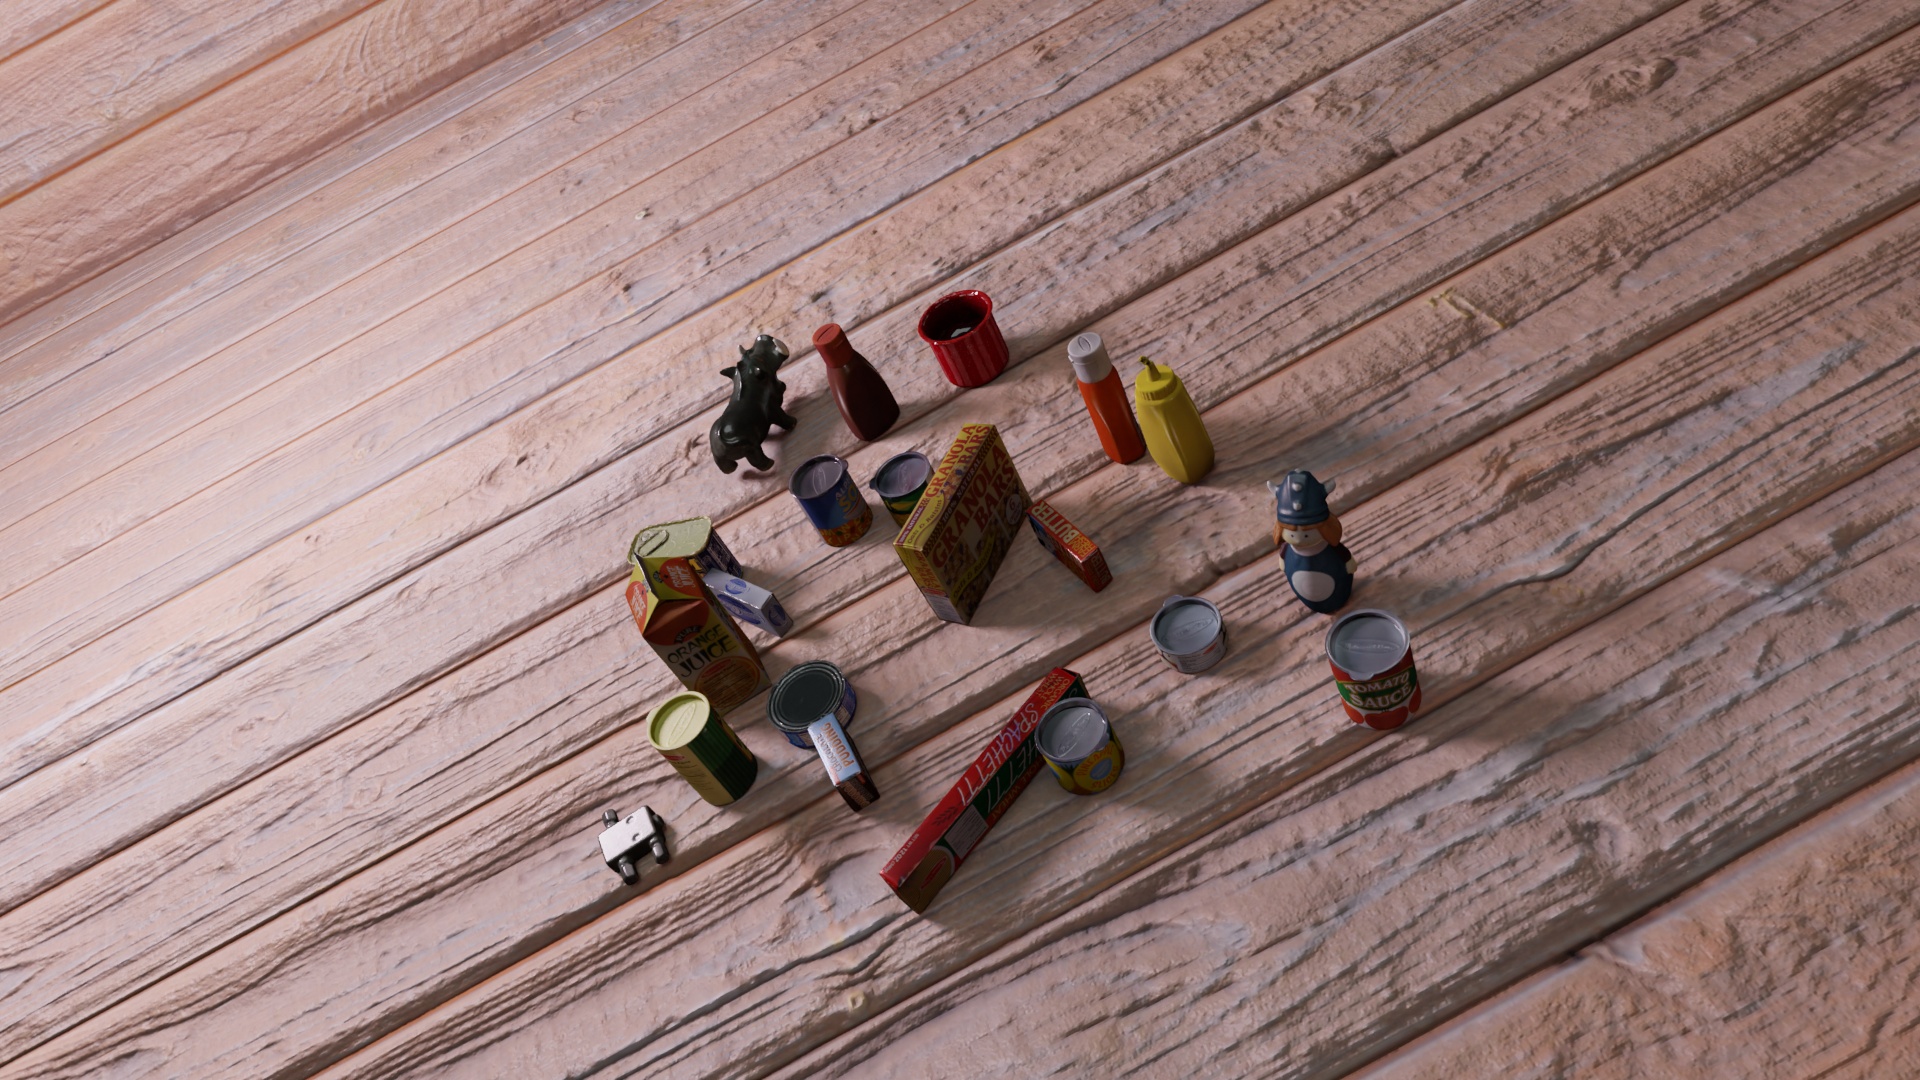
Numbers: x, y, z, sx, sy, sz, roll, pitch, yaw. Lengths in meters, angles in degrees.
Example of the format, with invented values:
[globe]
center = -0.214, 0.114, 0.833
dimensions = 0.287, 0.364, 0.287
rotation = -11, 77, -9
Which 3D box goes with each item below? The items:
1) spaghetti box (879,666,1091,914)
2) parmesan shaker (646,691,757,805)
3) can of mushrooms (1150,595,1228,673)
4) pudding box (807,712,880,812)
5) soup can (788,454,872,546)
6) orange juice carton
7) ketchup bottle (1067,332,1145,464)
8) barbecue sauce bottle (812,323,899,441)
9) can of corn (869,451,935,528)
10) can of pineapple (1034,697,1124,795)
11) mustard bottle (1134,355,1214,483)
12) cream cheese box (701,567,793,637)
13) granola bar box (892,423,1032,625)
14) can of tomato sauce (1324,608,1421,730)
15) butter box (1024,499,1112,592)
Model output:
[spaghetti box]
center = 0.027, 0.217, 1.227
dimensions = 0.029, 0.050, 0.251
rotation = 25, 64, 41
[parmesan shaker]
center = -0.250, 0.201, 1.344
dimensions = 0.071, 0.102, 0.072
rotation = -14, 45, 15
[can of mushrooms]
center = 0.209, 0.085, 1.269
dimensions = 0.071, 0.033, 0.071
rotation = -14, 45, 15
[pudding box]
center = -0.110, 0.208, 1.305
dimensions = 0.030, 0.049, 0.084
rotation = -32, 43, -3
[soup can]
center = -0.140, -0.044, 1.532
dimensions = 0.071, 0.083, 0.072
rotation = -14, 45, 15
[orange juice carton]
center = -0.272, 0.089, 1.395
dimensions = 0.073, 0.192, 0.072
rotation = -32, 43, -3
[ketchup bottle]
center = 0.149, -0.148, 1.434
dimensions = 0.043, 0.148, 0.065
rotation = -27, 43, 3
[barbecue sauce bottle]
center = -0.124, -0.186, 1.609
dimensions = 0.044, 0.148, 0.065
rotation = 27, 66, 42
[can of corn]
center = -0.056, -0.053, 1.516
dimensions = 0.071, 0.058, 0.071
rotation = -14, 45, 15
[can of pineapple]
center = 0.106, 0.181, 1.214
dimensions = 0.071, 0.057, 0.071
rotation = -14, 45, 15
[mustard bottle]
center = 0.206, -0.126, 1.376
dimensions = 0.049, 0.159, 0.065
rotation = -42, 45, -14
[cream cheese box]
center = -0.231, 0.067, 1.497
dimensions = 0.104, 0.053, 0.024
rotation = 19, 61, 38
[granola bar box]
center = 0.005, -0.018, 1.403
dimensions = 0.039, 0.123, 0.166
rotation = 8, 54, 33
[can of tomato sauce]
center = 0.341, 0.108, 1.143
dimensions = 0.071, 0.082, 0.071
rotation = -14, 45, 15
[butter box]
center = 0.108, 0.005, 1.382
dimensions = 0.024, 0.053, 0.104
rotation = -37, 44, -9
